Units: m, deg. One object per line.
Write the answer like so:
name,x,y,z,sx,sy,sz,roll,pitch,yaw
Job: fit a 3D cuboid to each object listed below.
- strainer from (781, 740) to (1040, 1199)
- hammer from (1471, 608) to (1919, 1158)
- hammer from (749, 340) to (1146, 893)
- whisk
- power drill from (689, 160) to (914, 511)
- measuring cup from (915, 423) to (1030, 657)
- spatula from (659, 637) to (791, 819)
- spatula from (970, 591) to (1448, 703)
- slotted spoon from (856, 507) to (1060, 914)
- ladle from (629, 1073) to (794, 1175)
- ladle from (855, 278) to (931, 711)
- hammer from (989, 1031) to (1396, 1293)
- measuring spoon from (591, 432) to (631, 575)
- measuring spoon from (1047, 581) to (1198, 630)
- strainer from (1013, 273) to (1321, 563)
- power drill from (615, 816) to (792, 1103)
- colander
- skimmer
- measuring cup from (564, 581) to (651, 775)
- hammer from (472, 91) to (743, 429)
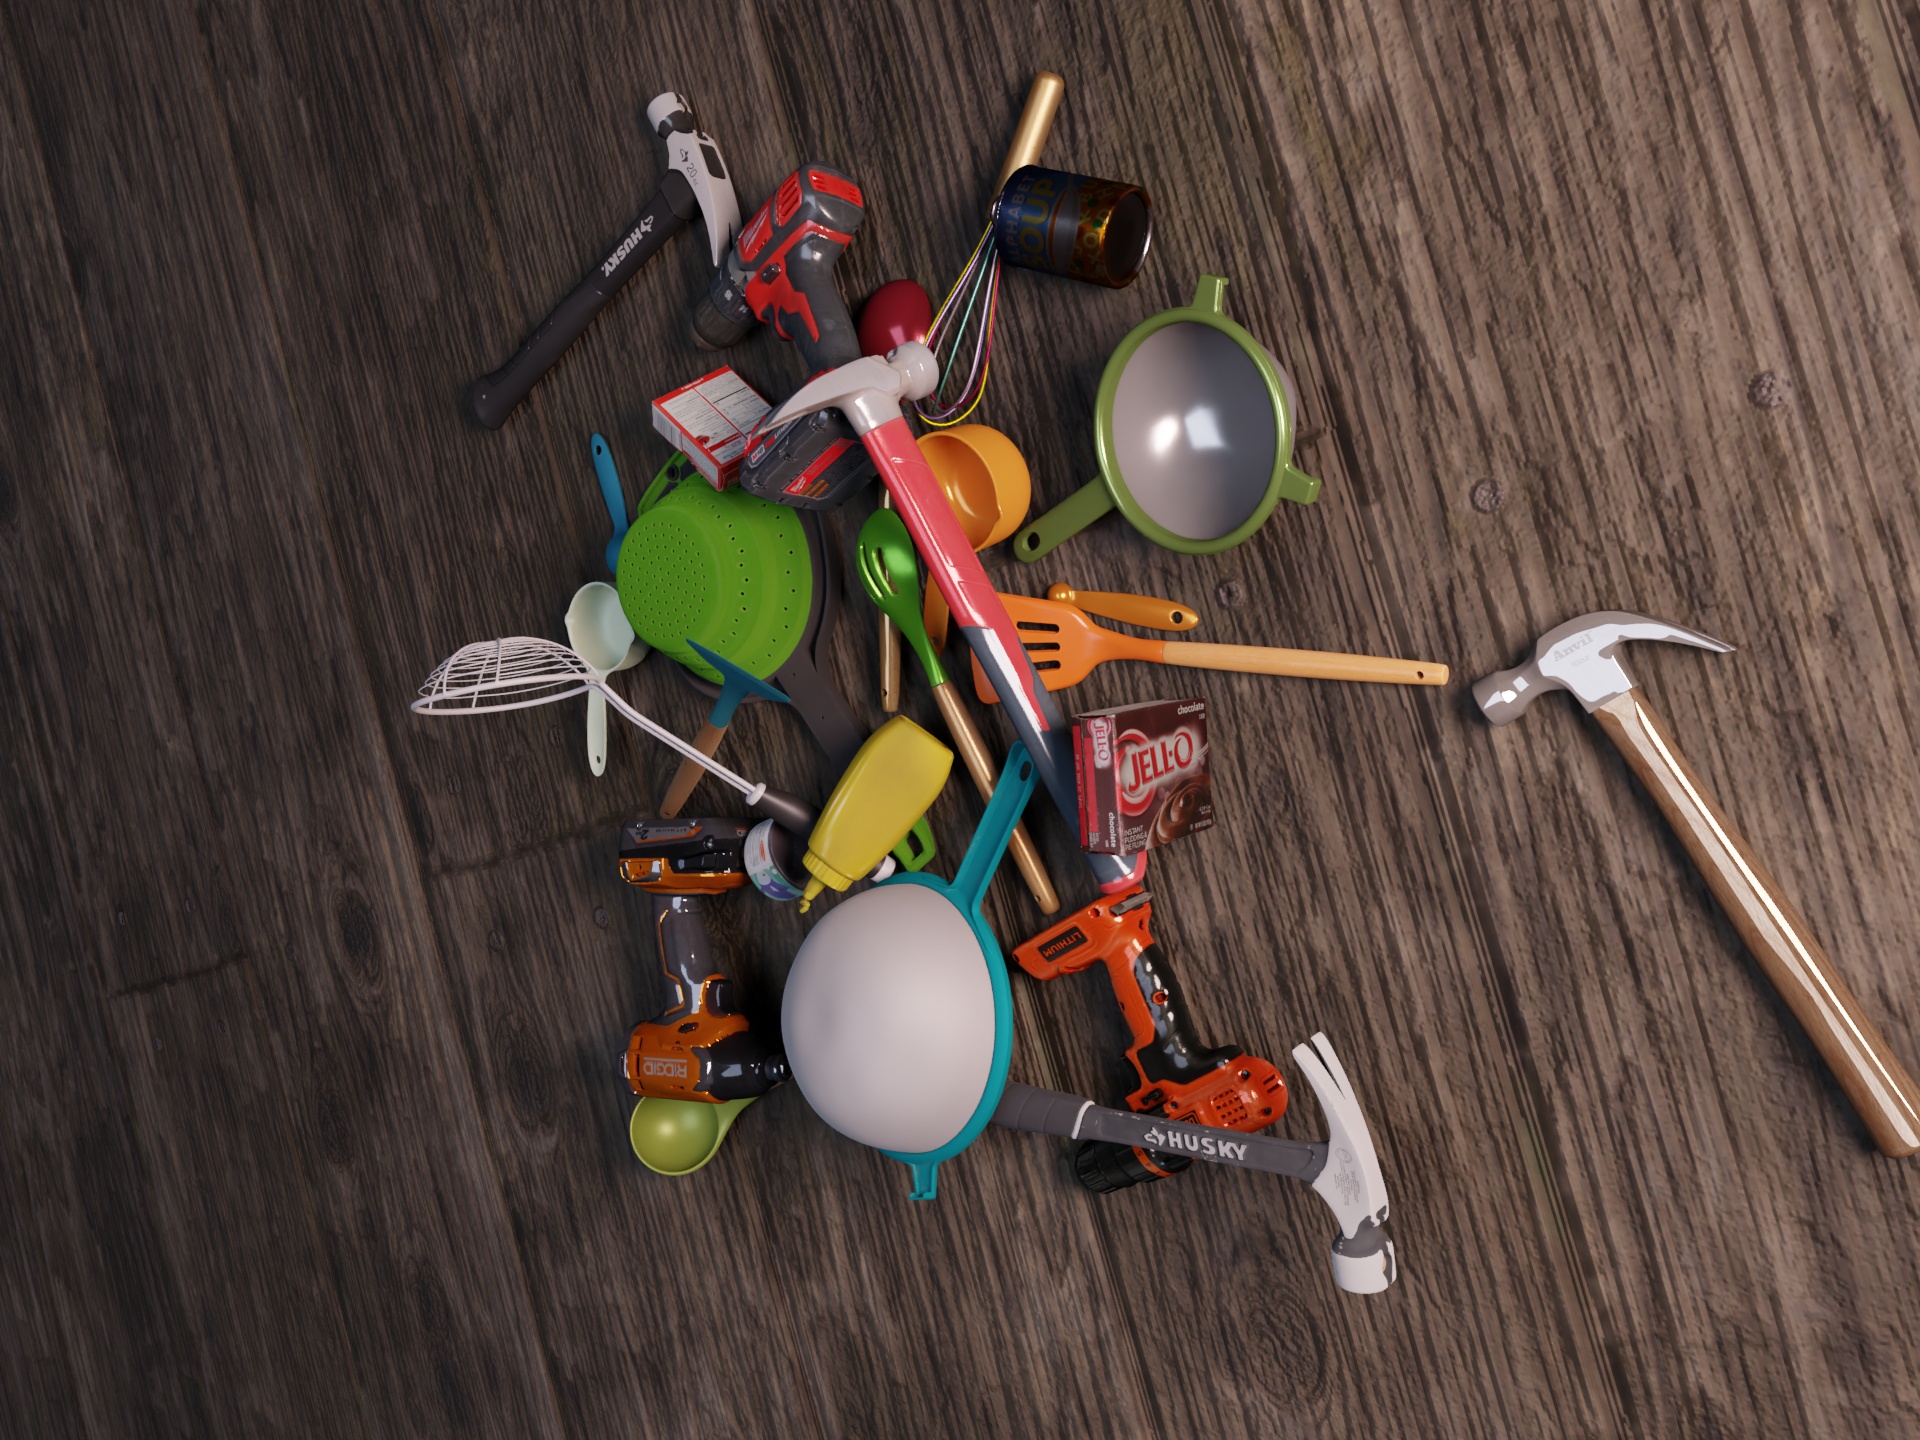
strainer,-0.041,0.159,1.116,0.211,0.095,0.340,44,119,42
hammer,0.427,0.084,0.874,0.130,0.031,0.331,-38,76,33
hammer,0.008,-0.053,1.036,0.038,0.143,0.386,-21,99,52
whisk,0.022,-0.319,1.093,0.047,0.051,0.245,23,106,8
power drill,-0.127,-0.265,1.153,0.188,0.080,0.227,-34,60,42
measuring cup,0.002,-0.127,1.129,0.095,0.052,0.173,26,126,29
spatula,-0.197,0.018,1.214,0.082,0.044,0.317,30,146,-6
spatula,0.153,-0.040,1.039,0.323,0.041,0.081,6,107,32
slotted spoon,-0.002,-0.004,1.134,0.070,0.031,0.314,-23,94,57
ladle,-0.150,0.285,1.287,0.320,0.062,0.078,-34,69,30
ladle,-0.052,-0.163,1.164,0.069,0.031,0.315,7,100,38
hammer,0.095,0.265,1.060,0.409,0.036,0.149,-2,100,45
measuring spoon,-0.296,-0.180,1.336,0.042,0.021,0.128,-17,88,35
measuring spoon,0.108,-0.077,1.082,0.117,0.011,0.021,13,104,32
strainer,0.130,-0.165,1.032,0.256,0.069,0.151,-31,80,50
power drill,-0.200,0.191,1.272,0.164,0.084,0.226,-4,85,34
colander,-0.154,-0.046,1.215,0.204,0.094,0.397,-44,72,31
skimmer,-0.214,0.047,1.158,0.090,0.363,0.127,-63,18,-20
measuring cup,-0.295,-0.036,1.350,0.083,0.038,0.167,14,106,32
hammer,-0.301,-0.346,1.309,0.334,0.035,0.146,-35,76,33
